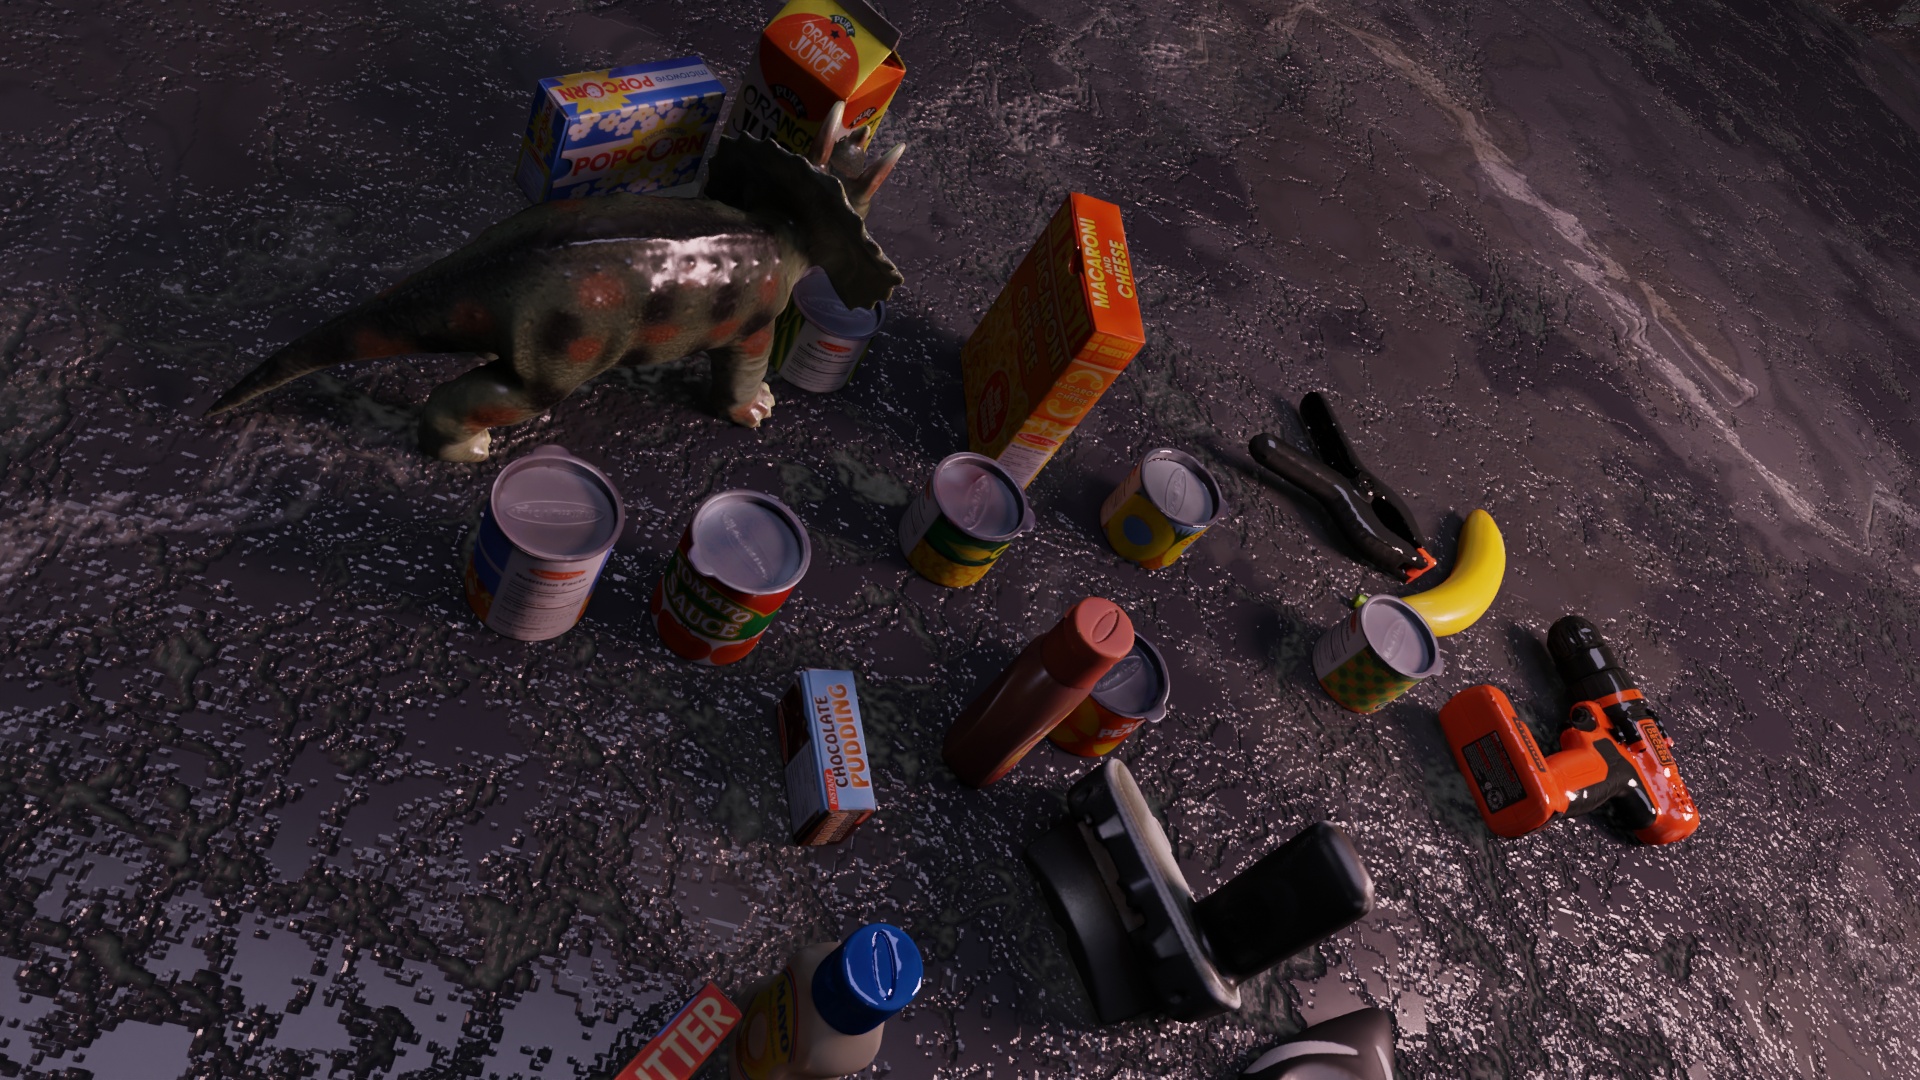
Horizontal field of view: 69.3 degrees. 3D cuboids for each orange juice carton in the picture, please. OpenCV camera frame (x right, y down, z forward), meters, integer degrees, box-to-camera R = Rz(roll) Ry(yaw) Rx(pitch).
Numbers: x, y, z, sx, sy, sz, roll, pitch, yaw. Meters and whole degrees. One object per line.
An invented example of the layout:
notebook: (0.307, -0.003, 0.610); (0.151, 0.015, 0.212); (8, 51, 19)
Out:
orange juice carton: (-0.102, -0.285, 0.928); (0.072, 0.191, 0.073); (41, 47, 3)

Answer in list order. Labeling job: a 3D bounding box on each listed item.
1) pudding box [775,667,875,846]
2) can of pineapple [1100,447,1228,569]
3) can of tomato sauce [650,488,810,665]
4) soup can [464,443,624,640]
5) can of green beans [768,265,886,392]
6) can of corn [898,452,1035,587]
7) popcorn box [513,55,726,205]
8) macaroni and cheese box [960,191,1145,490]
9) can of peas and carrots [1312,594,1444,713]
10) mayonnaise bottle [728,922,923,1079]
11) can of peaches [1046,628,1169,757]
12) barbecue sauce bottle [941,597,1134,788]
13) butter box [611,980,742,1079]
pudding box: (-0.074, 0.116, 0.746); (0.030, 0.049, 0.084); (4, 55, -27)
can of pineapple: (0.140, -0.020, 0.964); (0.071, 0.057, 0.071); (15, 51, -20)
can of tomato sauce: (-0.129, 0.023, 0.760); (0.071, 0.082, 0.071); (15, 51, -20)
soup can: (-0.218, 0.002, 0.723); (0.071, 0.083, 0.072); (15, 51, -20)
can of green beans: (-0.090, -0.141, 0.920); (0.071, 0.057, 0.071); (15, 51, -20)
can of corn: (0.003, -0.011, 0.878); (0.071, 0.058, 0.071); (15, 51, -20)
popcorn box: (-0.224, -0.269, 0.919); (0.127, 0.084, 0.038); (-27, 74, -40)
macaroni and cheese box: (0.055, -0.127, 0.920); (0.040, 0.165, 0.124); (12, 52, -23)
can of peas and carrots: (0.293, 0.082, 0.976); (0.071, 0.058, 0.071); (15, 51, -20)
mayonnaise bottle: (-0.062, 0.210, 0.616); (0.041, 0.147, 0.065); (8, 54, -25)
can of peaches: (0.086, 0.093, 0.849); (0.071, 0.057, 0.071); (15, 51, -20)
barbecue sauce bottle: (0.043, 0.083, 0.770); (0.044, 0.147, 0.065); (42, 47, 3)
butter box: (-0.143, 0.244, 0.609); (0.024, 0.053, 0.104); (43, 47, 5)
